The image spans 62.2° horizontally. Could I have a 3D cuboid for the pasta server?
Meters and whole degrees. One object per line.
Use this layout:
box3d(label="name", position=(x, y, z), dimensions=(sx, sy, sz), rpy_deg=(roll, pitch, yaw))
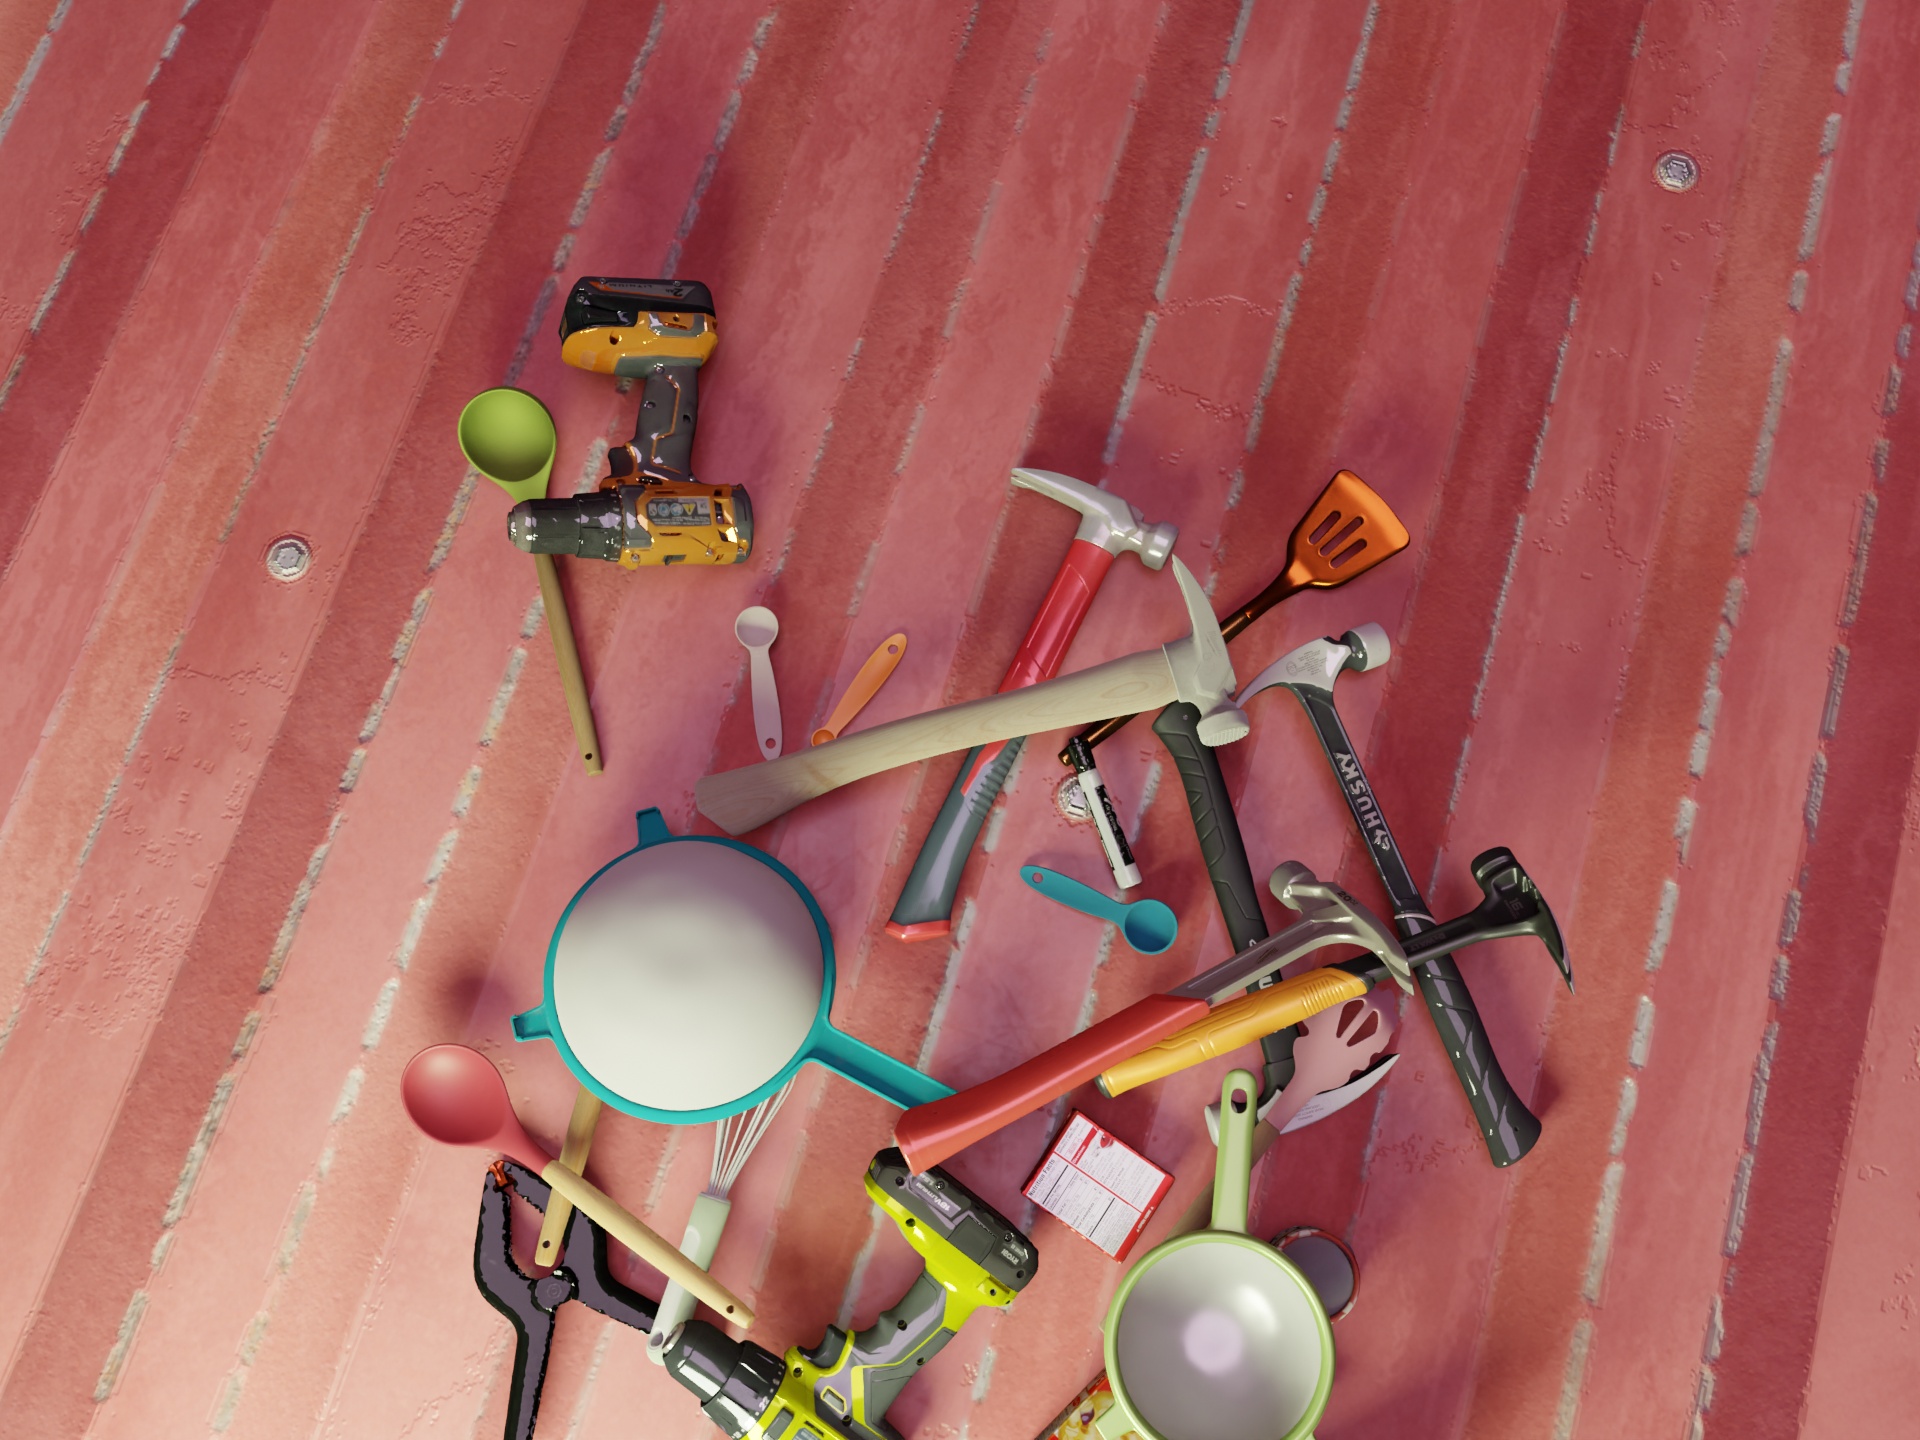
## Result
box3d(label="pasta server", position=(0.203, 0.307, 1.126), dimensions=(0.060, 0.040, 0.316), rpy_deg=(39, 85, 10))

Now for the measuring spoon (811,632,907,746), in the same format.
box3d(label="measuring spoon", position=(-0.078, -0.022, 1.251), dimensions=(0.021, 0.011, 0.117), rpy_deg=(34, 76, 7))

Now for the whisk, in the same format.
box3d(label="whisk", position=(-0.173, 0.333, 1.136), dimensions=(0.058, 0.059, 0.246), rpy_deg=(2, 66, 42))

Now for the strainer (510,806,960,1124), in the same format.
box3d(label="strainer", position=(-0.137, 0.198, 1.107), dimensions=(0.340, 0.095, 0.211), rpy_deg=(26, 70, 8))

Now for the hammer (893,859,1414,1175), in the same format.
box3d(label="hammer", position=(0.123, 0.215, 1.083), dimensions=(0.359, 0.149, 0.036), rpy_deg=(-27, 120, -9))

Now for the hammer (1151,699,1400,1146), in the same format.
box3d(label="hammer", position=(0.215, 0.137, 1.195), dimensions=(0.146, 0.035, 0.335), rpy_deg=(-14, 77, -2))

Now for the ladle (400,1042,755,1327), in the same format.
box3d(label="ladle", position=(-0.267, 0.325, 1.106), dimensions=(0.315, 0.031, 0.069), rpy_deg=(29, 83, 21))

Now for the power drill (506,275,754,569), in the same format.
box3d(label="power drill", position=(-0.266, -0.228, 1.243), dimensions=(0.185, 0.084, 0.226), rpy_deg=(-4, 78, -22))

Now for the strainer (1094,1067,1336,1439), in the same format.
box3d(label="strainer", position=(0.178, 0.369, 1.083), dimensions=(0.151, 0.069, 0.256), rpy_deg=(6, 75, 6))

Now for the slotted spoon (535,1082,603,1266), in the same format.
box3d(label="slotted spoon", position=(-0.258, 0.237, 1.163), dimensions=(0.070, 0.031, 0.314), rpy_deg=(11, 72, 8))

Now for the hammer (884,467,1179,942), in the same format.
box3d(label="hammer", position=(0.026, -0.012, 1.231), dimensions=(0.143, 0.038, 0.386), rpy_deg=(25, 78, 8))

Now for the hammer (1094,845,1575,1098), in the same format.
box3d(label="hammer", position=(0.251, 0.195, 1.112), dimensions=(0.337, 0.127, 0.034), rpy_deg=(-23, 122, 8))

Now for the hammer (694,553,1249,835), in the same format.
box3d(label="hammer", position=(-0.002, -0.004, 1.193), dimensions=(0.410, 0.038, 0.146), rpy_deg=(-16, 72, 3))

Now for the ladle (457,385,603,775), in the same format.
box3d(label="ladle", position=(-0.328, -0.111, 1.251), dimensions=(0.078, 0.062, 0.320), rpy_deg=(-17, 80, 6))

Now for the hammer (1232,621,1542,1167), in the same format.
box3d(label="hammer", position=(0.327, 0.132, 1.187), dimensions=(0.149, 0.036, 0.409), rpy_deg=(-19, 79, -15))

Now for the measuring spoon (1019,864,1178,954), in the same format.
box3d(label="measuring spoon", position=(0.105, 0.137, 1.208), dimensions=(0.129, 0.021, 0.042), rpy_deg=(23, 100, 15))

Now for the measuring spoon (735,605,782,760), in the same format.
box3d(label="measuring spoon", position=(-0.155, -0.028, 1.252), dimensions=(0.034, 0.018, 0.124), rpy_deg=(-7, 84, -1))

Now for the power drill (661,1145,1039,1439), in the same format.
box3d(label="power drill", position=(-0.073, 0.413, 1.098), dimensions=(0.190, 0.080, 0.228), rpy_deg=(39, 80, -5))

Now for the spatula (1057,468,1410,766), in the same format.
box3d(label="spatula", position=(0.204, -0.069, 1.241), dimensions=(0.322, 0.041, 0.081), rpy_deg=(-38, 80, -7))
